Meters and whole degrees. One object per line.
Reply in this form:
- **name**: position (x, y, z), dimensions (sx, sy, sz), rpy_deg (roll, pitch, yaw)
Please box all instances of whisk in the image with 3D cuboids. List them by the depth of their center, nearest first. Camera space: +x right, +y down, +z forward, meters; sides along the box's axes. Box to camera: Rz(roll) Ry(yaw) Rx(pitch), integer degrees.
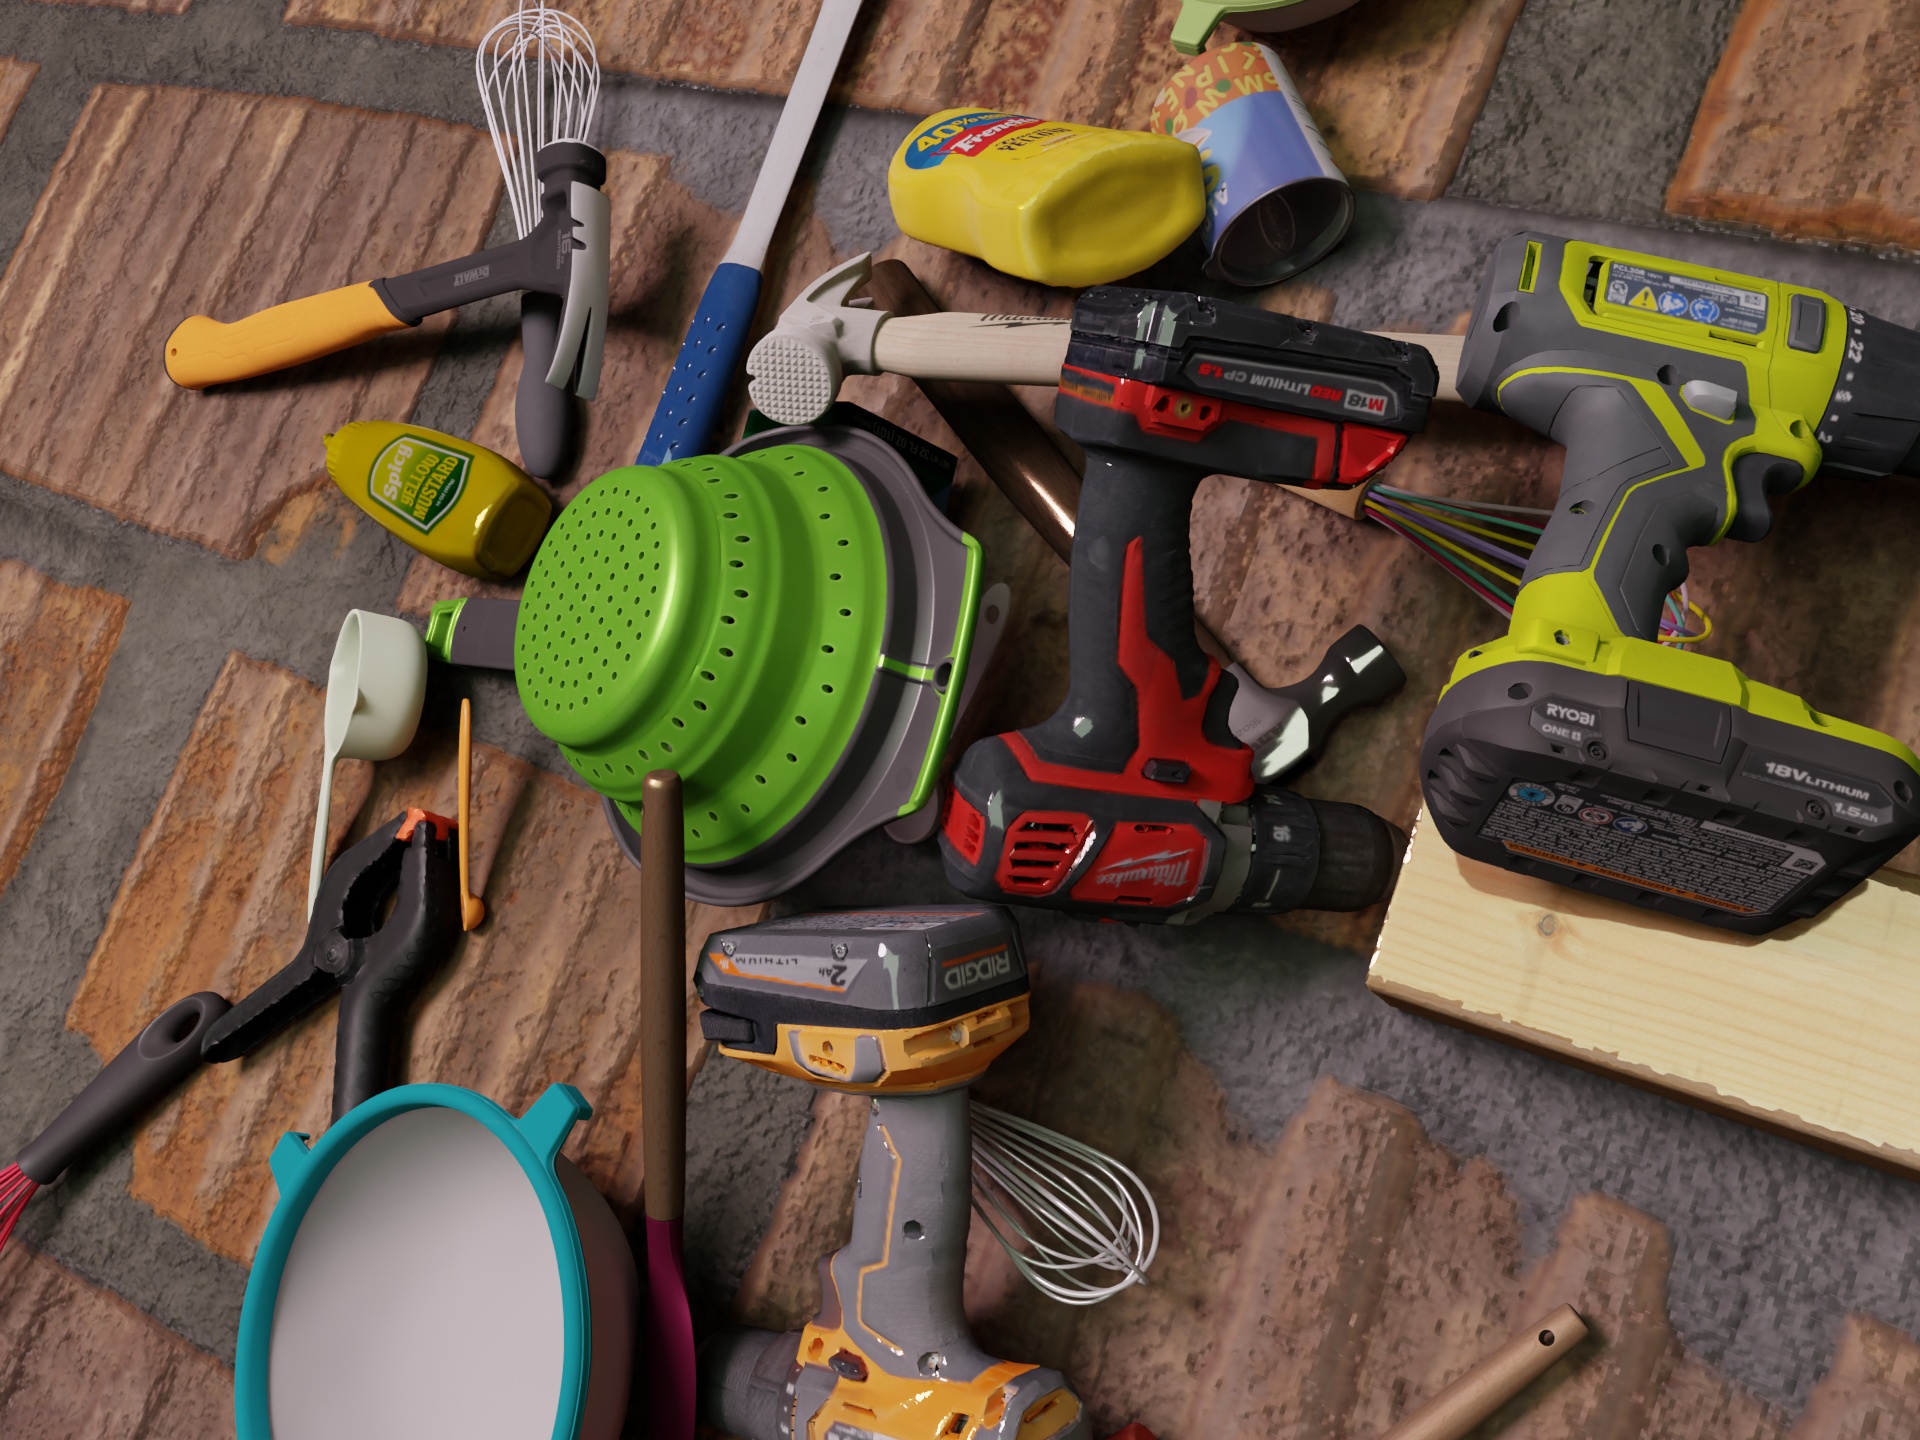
- **whisk**: position (0.190, -0.084, 0.659), dimensions (0.245, 0.051, 0.047), rpy_deg (31, 67, 30)
- **whisk**: position (-0.019, 0.157, 0.664), dimensions (0.246, 0.059, 0.058), rpy_deg (31, 72, 31)
- **whisk**: position (-0.493, 0.245, 0.824), dimensions (0.296, 0.073, 0.073), rpy_deg (-43, 64, -2)
- **whisk**: position (-0.229, -0.266, 0.870), dimensions (0.070, 0.070, 0.285), rpy_deg (-9, 77, 19)

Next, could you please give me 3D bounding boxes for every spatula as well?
- **spatula**: position (0.104, 0.317, 0.583), dimensions (0.316, 0.018, 0.060), rpy_deg (-42, 56, 7)

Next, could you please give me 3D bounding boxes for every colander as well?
- **colander**: position (-0.166, -0.041, 0.684), dimensions (0.397, 0.094, 0.204), rpy_deg (6, 80, 45)

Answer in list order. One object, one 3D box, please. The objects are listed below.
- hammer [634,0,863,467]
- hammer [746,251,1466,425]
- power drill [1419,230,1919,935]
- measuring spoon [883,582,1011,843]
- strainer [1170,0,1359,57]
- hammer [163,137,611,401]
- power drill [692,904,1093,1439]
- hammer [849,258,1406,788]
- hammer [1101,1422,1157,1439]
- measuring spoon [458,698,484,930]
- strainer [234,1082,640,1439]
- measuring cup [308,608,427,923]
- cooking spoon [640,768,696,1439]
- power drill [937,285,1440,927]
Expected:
- **hammer**: position (-0.105, -0.241, 0.820), dimensions (0.144, 0.035, 0.405), rpy_deg (15, 81, 25)
- **hammer**: position (0.128, -0.153, 0.662), dimensions (0.410, 0.146, 0.038), rpy_deg (5, 121, 10)
- **power drill**: position (0.252, -0.054, 0.520), dimensions (0.190, 0.080, 0.229), rpy_deg (16, 63, 9)
- **measuring spoon**: position (-0.001, -0.002, 0.707), dimensions (0.034, 0.018, 0.124), rpy_deg (29, 99, 38)
- **strainer**: position (0.202, -0.390, 0.723), dimensions (0.256, 0.069, 0.152), rpy_deg (-17, 67, 16)
- **hammer**: position (-0.326, -0.217, 0.874), dimensions (0.337, 0.034, 0.127), rpy_deg (-4, 83, 31)
- **power drill**: position (-0.045, 0.188, 0.613), dimensions (0.185, 0.084, 0.226), rpy_deg (-6, 90, 41)
- **hammer**: position (0.044, -0.095, 0.721), dimensions (0.130, 0.031, 0.332), rpy_deg (-40, 64, 6)
- **hammer**: position (-0.076, 0.371, 0.630), dimensions (0.359, 0.036, 0.149), rpy_deg (-35, 65, 9)
- **measuring spoon**: position (-0.239, 0.047, 0.778), dimensions (0.021, 0.011, 0.117), rpy_deg (-153, 64, -63)
- **strainer**: position (-0.199, 0.324, 0.655), dimensions (0.211, 0.095, 0.341), rpy_deg (-16, 69, 30)
- **measuring cup**: position (-0.308, 0.027, 0.822), dimensions (0.083, 0.038, 0.167), rpy_deg (26, 106, 58)
- **cooking spoon**: position (-0.116, 0.169, 0.621), dimensions (0.069, 0.017, 0.318), rpy_deg (-139, 49, -61)
- **power drill**: position (0.101, -0.030, 0.581), dimensions (0.080, 0.187, 0.226), rpy_deg (-136, 55, -66)
